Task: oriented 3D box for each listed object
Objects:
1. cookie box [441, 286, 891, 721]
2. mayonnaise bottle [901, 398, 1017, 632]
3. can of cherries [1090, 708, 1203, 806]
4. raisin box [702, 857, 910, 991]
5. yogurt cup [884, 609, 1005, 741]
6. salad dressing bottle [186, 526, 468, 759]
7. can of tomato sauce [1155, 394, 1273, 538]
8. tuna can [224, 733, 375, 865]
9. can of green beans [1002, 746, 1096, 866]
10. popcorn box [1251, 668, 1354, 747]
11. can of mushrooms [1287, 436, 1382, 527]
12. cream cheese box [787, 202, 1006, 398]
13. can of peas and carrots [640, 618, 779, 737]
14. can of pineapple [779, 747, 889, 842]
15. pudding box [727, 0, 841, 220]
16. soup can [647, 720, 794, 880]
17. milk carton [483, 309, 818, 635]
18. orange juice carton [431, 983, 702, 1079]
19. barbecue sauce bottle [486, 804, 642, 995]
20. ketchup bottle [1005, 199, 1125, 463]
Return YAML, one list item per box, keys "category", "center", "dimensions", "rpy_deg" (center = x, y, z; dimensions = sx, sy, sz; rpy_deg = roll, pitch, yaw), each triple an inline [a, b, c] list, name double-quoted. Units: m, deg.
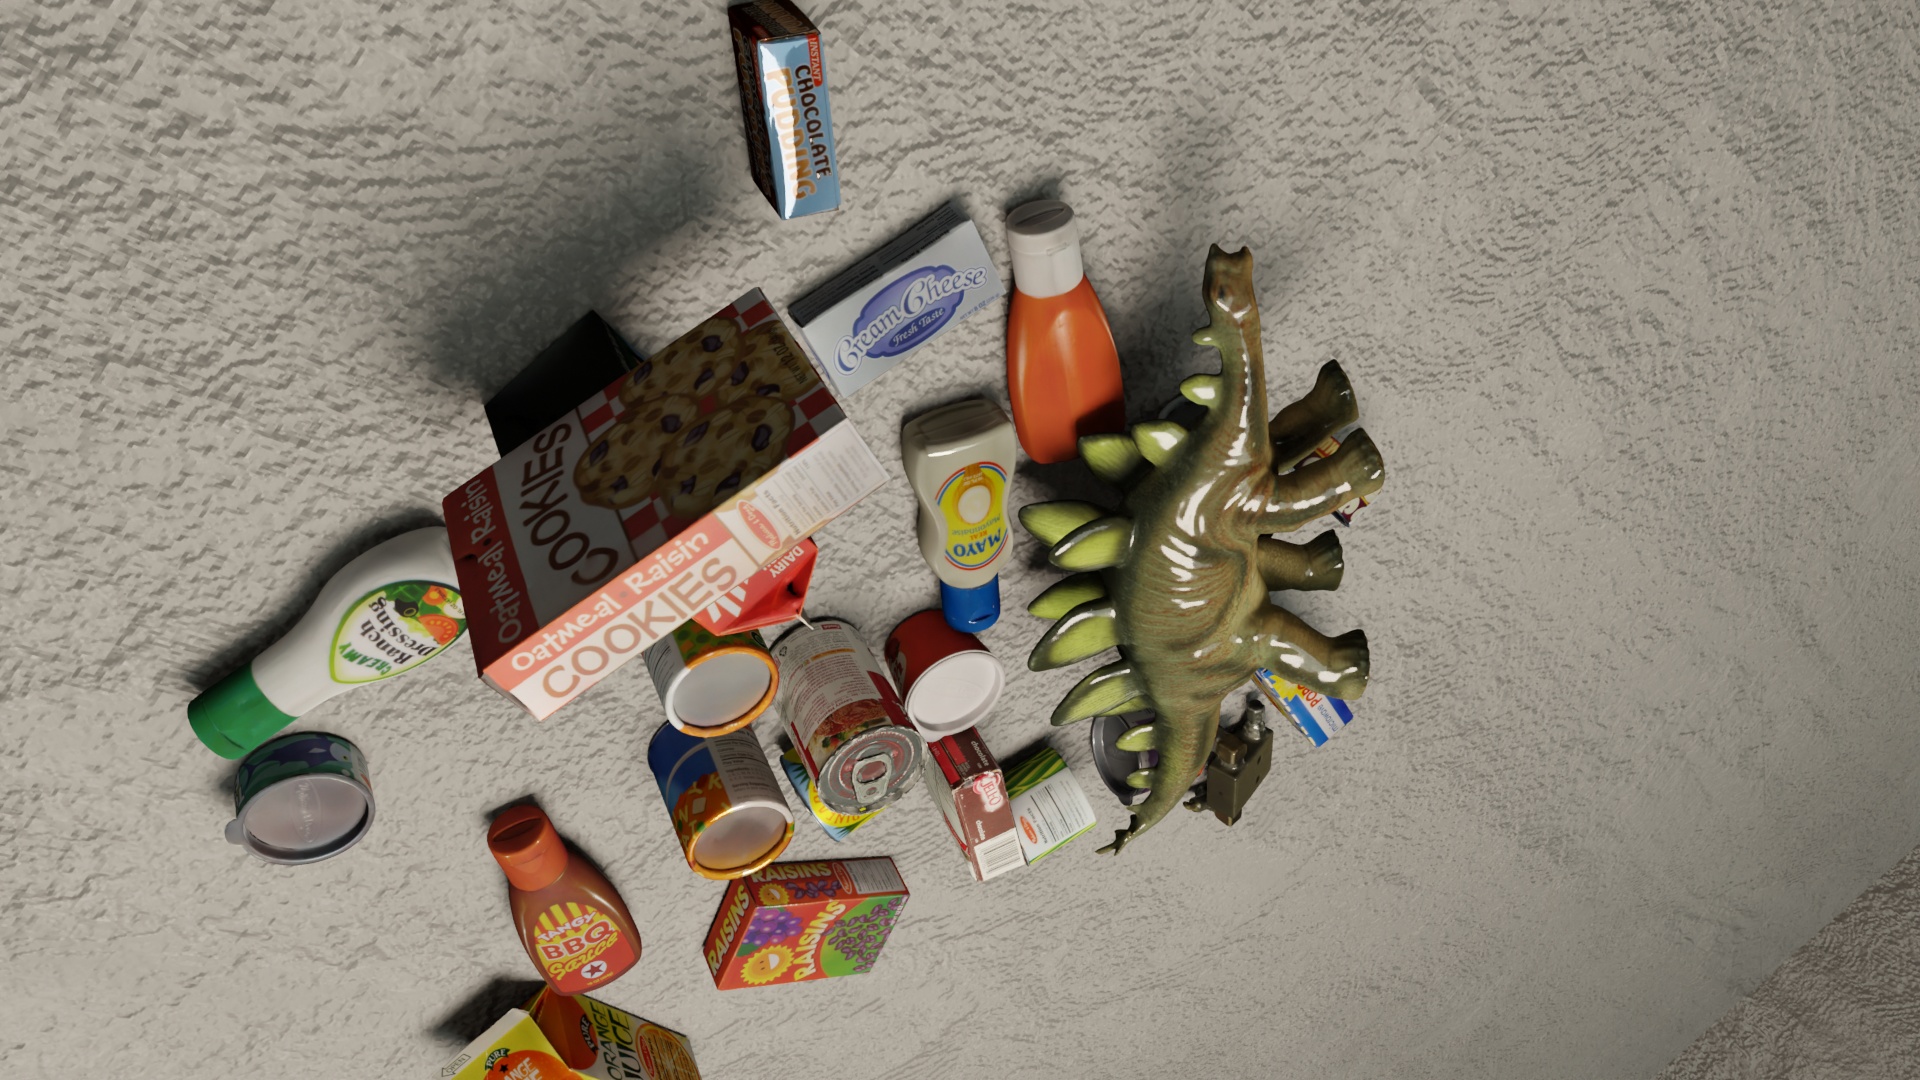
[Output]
- category: "cookie box"
  center: [-0.126, -0.021, 0.568]
  dimensions: [0.167, 0.123, 0.040]
  rpy_deg: [-34, 132, -1]
- category: "mayonnaise bottle"
  center: [0.003, -0.010, 0.815]
  dimensions: [0.065, 0.041, 0.147]
  rpy_deg: [-19, 132, -16]
- category: "can of cherries"
  center: [0.136, 0.151, 1.008]
  dimensions: [0.058, 0.072, 0.071]
  rpy_deg: [-10, 130, -25]
- category: "raisin box"
  center: [-0.108, 0.268, 0.977]
  dimensions: [0.123, 0.040, 0.085]
  rpy_deg: [5, 123, -35]
- category: "yogurt cup"
  center: [-0.013, 0.080, 0.871]
  dimensions: [0.072, 0.054, 0.072]
  rpy_deg: [-17, 132, -19]
- category: "salad dressing bottle"
  center: [-0.303, 0.051, 0.679]
  dimensions: [0.148, 0.044, 0.064]
  rpy_deg: [-34, 136, -2]
- category: "can of tomato sauce"
  center: [0.159, -0.042, 0.863]
  dimensions: [0.071, 0.071, 0.082]
  rpy_deg: [-28, 134, -8]
- category: "tuna can"
  center: [-0.347, 0.136, 0.730]
  dimensions: [0.071, 0.033, 0.070]
  rpy_deg: [-17, 132, -19]
- category: "can of green beans"
  center: [0.056, 0.189, 0.993]
  dimensions: [0.058, 0.071, 0.071]
  rpy_deg: [-29, 135, -8]
- category: "popcorn box"
  center: [0.225, 0.086, 0.997]
  dimensions: [0.038, 0.085, 0.126]
  rpy_deg: [-40, 135, 3]
- category: "can of mushrooms"
  center: [0.242, -0.045, 0.915]
  dimensions: [0.033, 0.071, 0.071]
  rpy_deg: [-44, 135, 8]
- category: "cream cheese box"
  center: [-0.032, -0.123, 0.715]
  dimensions: [0.104, 0.024, 0.053]
  rpy_deg: [-34, 134, -3]
- category: "can of peas and carrots"
  center: [-0.139, 0.067, 0.780]
  dimensions: [0.071, 0.059, 0.070]
  rpy_deg: [-17, 133, -19]
- category: "can of pineapple"
  center: [-0.072, 0.148, 0.879]
  dimensions: [0.058, 0.071, 0.070]
  rpy_deg: [-35, 135, -2]
- category: "pudding box"
  center: [-0.077, -0.190, 0.615]
  dimensions: [0.030, 0.050, 0.083]
  rpy_deg: [-17, 132, -16]
- category: "soup can"
  center: [-0.145, 0.152, 0.828]
  dimensions: [0.071, 0.084, 0.071]
  rpy_deg: [-16, 133, -19]
- category: "milk carton"
  center: [-0.140, -0.020, 0.701]
  dimensions: [0.073, 0.072, 0.190]
  rpy_deg: [-40, 134, 4]
- category: "orange juice carton"
  center: [-0.259, 0.363, 0.939]
  dimensions: [0.072, 0.073, 0.192]
  rpy_deg: [-40, 135, 4]
- category: "barbecue sauce bottle"
  center: [-0.246, 0.220, 0.851]
  dimensions: [0.065, 0.044, 0.147]
  rpy_deg: [-22, 133, -12]
- category: "ketchup bottle"
  center: [0.053, -0.113, 0.761]
  dimensions: [0.065, 0.044, 0.148]
  rpy_deg: [-22, 133, -10]
